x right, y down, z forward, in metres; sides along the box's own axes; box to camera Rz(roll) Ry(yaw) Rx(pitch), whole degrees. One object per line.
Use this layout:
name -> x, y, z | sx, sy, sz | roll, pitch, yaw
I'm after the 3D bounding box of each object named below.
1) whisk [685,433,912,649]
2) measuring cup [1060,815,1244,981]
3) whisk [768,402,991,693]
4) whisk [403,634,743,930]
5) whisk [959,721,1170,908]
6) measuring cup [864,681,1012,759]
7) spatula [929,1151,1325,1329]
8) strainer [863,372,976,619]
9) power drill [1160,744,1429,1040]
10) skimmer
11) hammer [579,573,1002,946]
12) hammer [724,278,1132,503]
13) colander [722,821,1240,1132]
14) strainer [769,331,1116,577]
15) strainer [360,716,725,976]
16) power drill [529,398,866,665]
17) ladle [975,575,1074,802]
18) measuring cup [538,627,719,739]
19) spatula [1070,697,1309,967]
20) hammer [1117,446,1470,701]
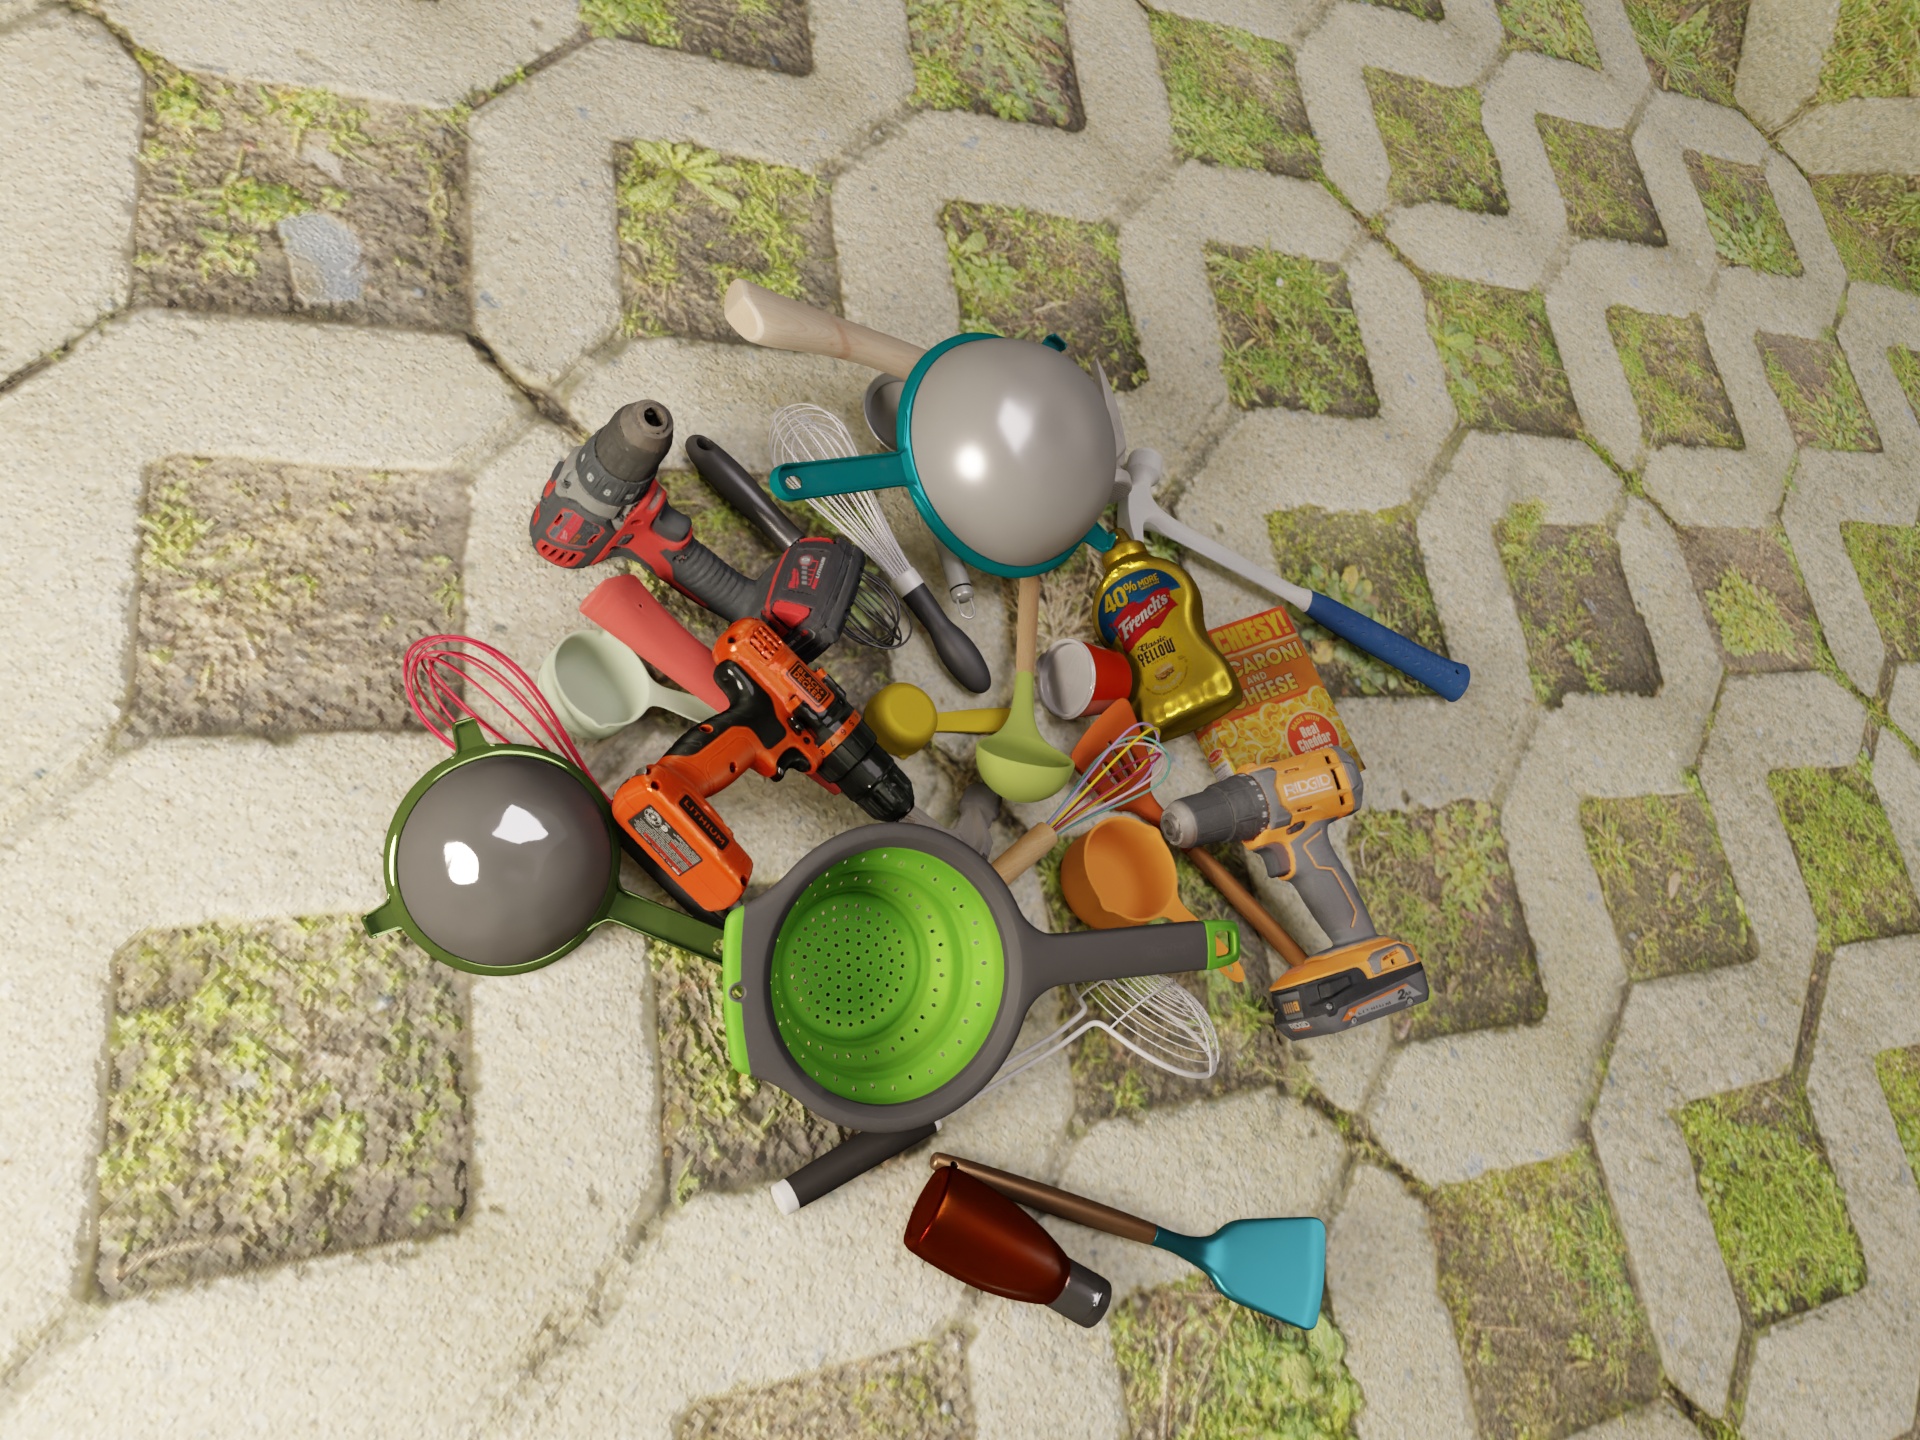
whisk -> -0.130, -0.143, 1.262 | 0.239, 0.055, 0.055 | 45, 52, 2
measuring cup -> 0.153, 0.155, 1.275 | 0.173, 0.052, 0.095 | 44, 52, -6
whisk -> -0.062, -0.139, 1.297 | 0.070, 0.070, 0.284 | -39, 94, -38
whisk -> -0.258, 0.049, 1.084 | 0.295, 0.073, 0.073 | 43, 52, -13
whisk -> 0.082, 0.079, 1.235 | 0.245, 0.047, 0.051 | -38, 89, -32
measuring cup -> -0.002, -0.004, 1.275 | 0.156, 0.029, 0.062 | -2, 67, -29
spatula -> 0.123, 0.363, 1.155 | 0.317, 0.044, 0.082 | 23, 60, -18
strainer -> -0.029, -0.197, 1.340 | 0.086, 0.050, 0.259 | -4, 65, -28
power drill -> 0.271, 0.143, 1.302 | 0.185, 0.084, 0.226 | -12, 78, -26
skimmer -> 0.031, 0.275, 1.143 | 0.363, 0.090, 0.127 | -24, 42, -26
hammer -> -0.125, 0.020, 1.162 | 0.358, 0.036, 0.149 | 37, 52, -19
hammer -> -0.018, -0.302, 1.359 | 0.410, 0.038, 0.146 | 13, 57, -37
colander -> 0.013, 0.170, 1.128 | 0.397, 0.094, 0.204 | -1, 87, -25
strainer -> 0.010, -0.216, 1.263 | 0.340, 0.095, 0.211 | -15, 91, -39
strainer -> -0.239, 0.112, 1.024 | 0.256, 0.069, 0.151 | 27, 79, -22
power drill -> -0.183, -0.131, 1.139 | 0.226, 0.188, 0.080 | 28, 57, -21
ladle -> 0.057, -0.064, 1.308 | 0.078, 0.062, 0.320 | 10, 51, -7
measuring cup -> -0.227, -0.010, 1.148 | 0.167, 0.038, 0.083 | 21, 51, -37
spatula -> 0.214, 0.122, 1.333 | 0.322, 0.041, 0.081 | 46, 63, -4
hammer -> 0.321, -0.114, 1.520 | 0.405, 0.035, 0.144 | 25, 55, -18
